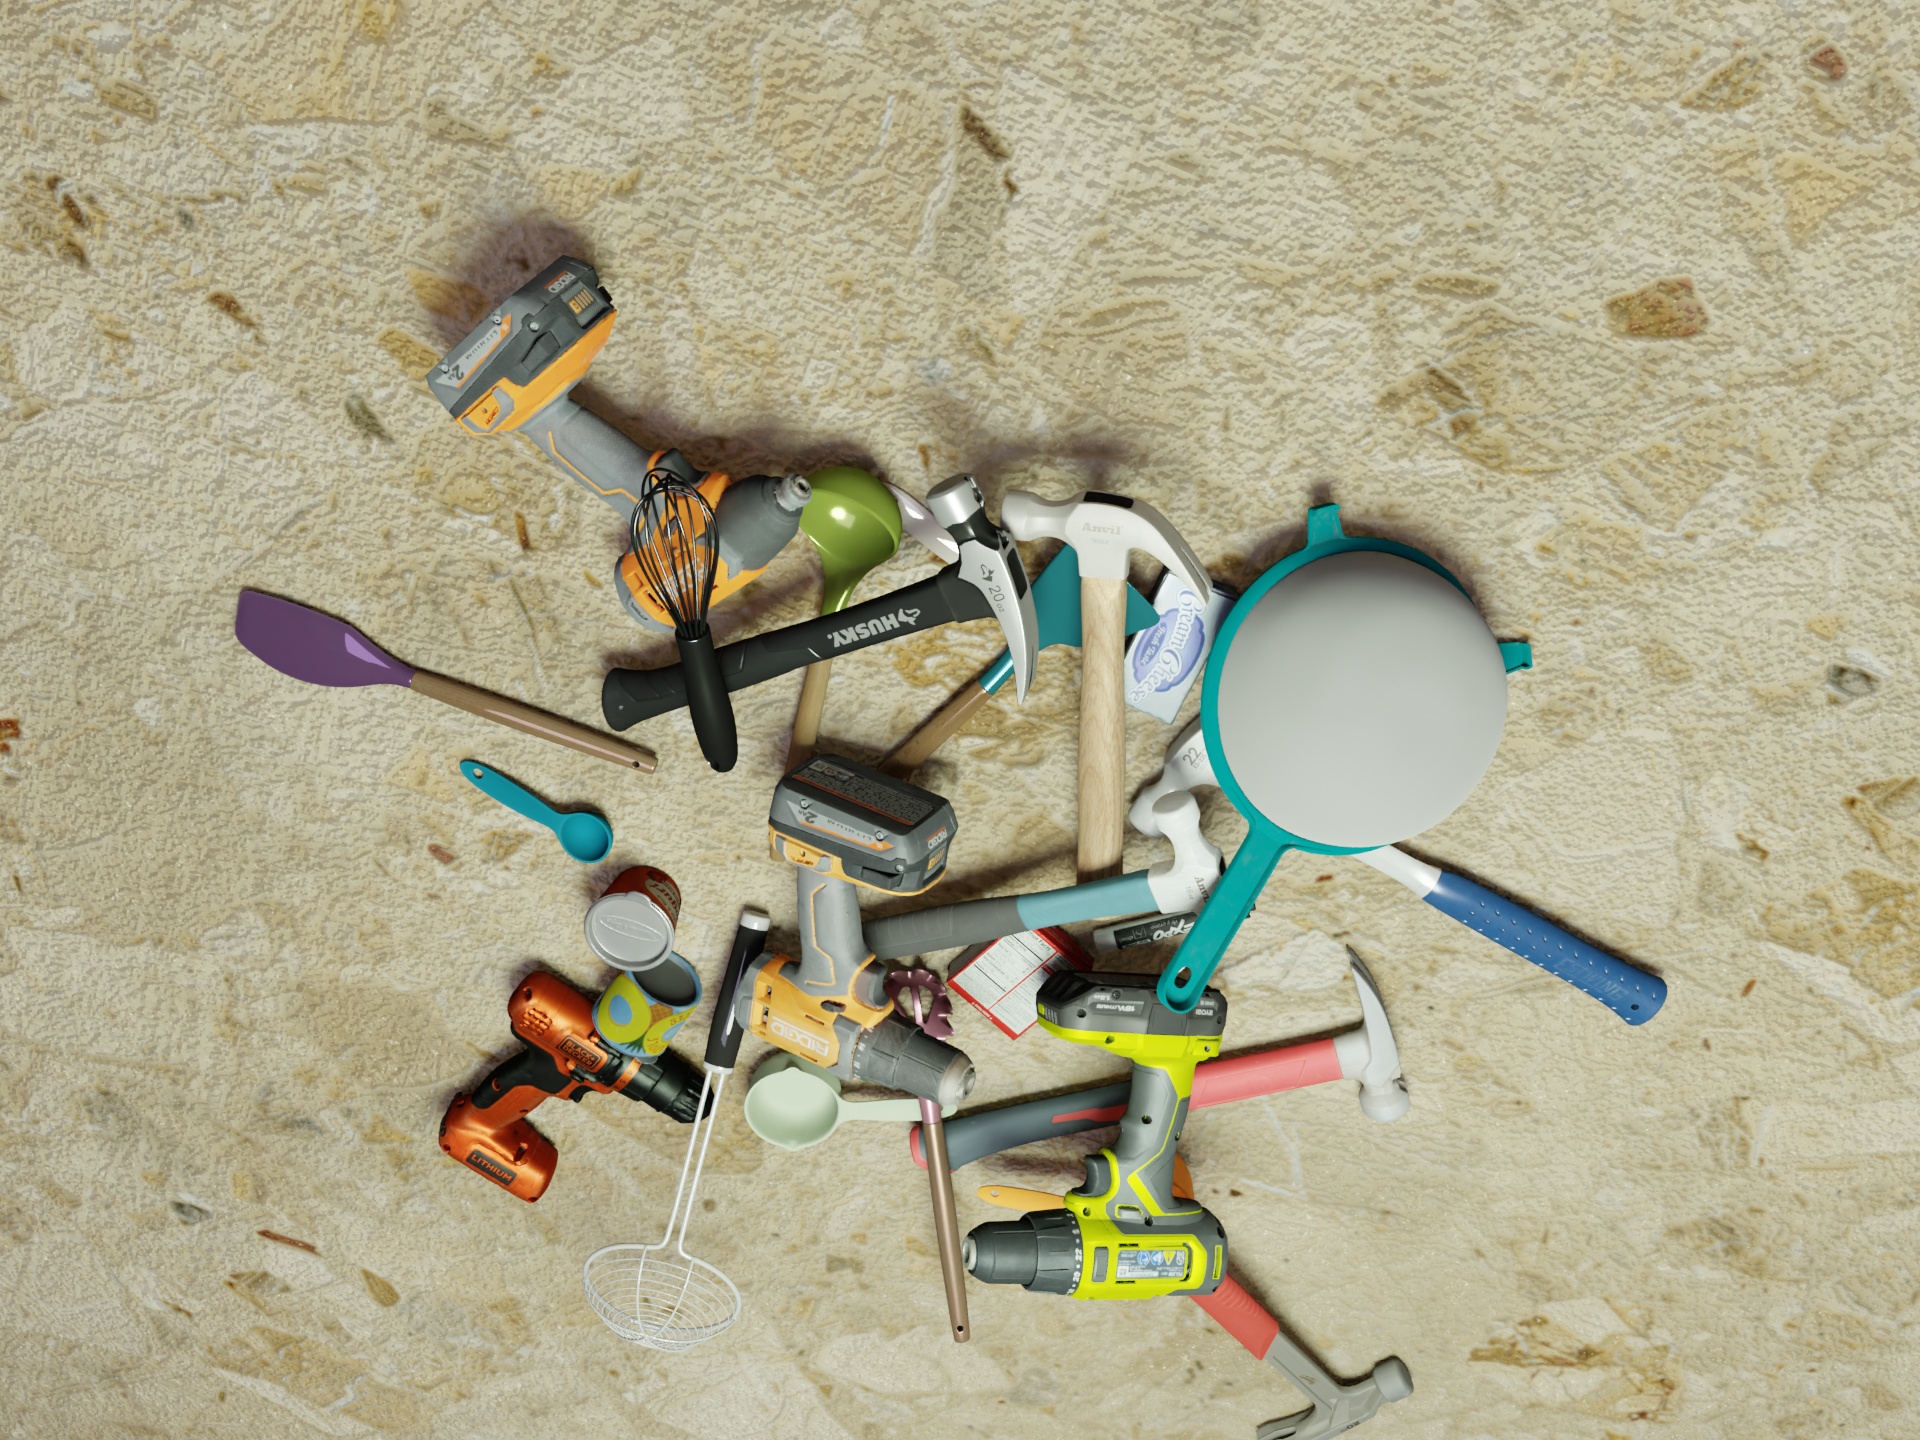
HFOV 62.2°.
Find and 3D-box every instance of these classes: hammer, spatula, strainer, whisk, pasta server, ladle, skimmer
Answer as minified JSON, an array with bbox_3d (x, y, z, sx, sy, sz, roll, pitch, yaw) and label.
[{"bbox_3d":[-0.103,-0.045,1.045,0.335,0.035,0.146,-16,114,28],"label":"hammer"},{"bbox_3d":[-0.002,-0.004,1.104,0.082,0.044,0.317,40,114,-18],"label":"spatula"},{"bbox_3d":[-0.369,-0.019,1.145,0.316,0.018,0.059,19,117,-3],"label":"spatula"},{"bbox_3d":[0.233,0.046,1.002,0.211,0.095,0.340,32,88,-17],"label":"strainer"},{"bbox_3d":[0.329,0.107,1.130,0.405,0.035,0.144,28,115,-8],"label":"hammer"},{"bbox_3d":[0.034,0.138,1.133,0.331,0.033,0.128,-14,116,27],"label":"hammer"},{"bbox_3d":[-0.166,-0.055,1.006,0.055,0.055,0.238,0,132,5],"label":"whisk"},{"bbox_3d":[0.222,0.489,1.288,0.149,0.037,0.358,-33,120,16],"label":"hammer"},{"bbox_3d":[-0.019,0.339,1.235,0.060,0.040,0.316,-7,99,4],"label":"pasta server"},{"bbox_3d":[0.097,0.002,1.058,0.130,0.031,0.331,7,125,14],"label":"hammer"},{"bbox_3d":[-0.103,-0.027,1.096,0.078,0.062,0.320,21,119,9],"label":"ladle"},{"bbox_3d":[0.140,0.280,1.231,0.386,0.038,0.143,-15,112,12],"label":"hammer"},{"bbox_3d":[-0.201,0.321,1.239,0.127,0.090,0.363,14,92,-2],"label":"skimmer"}]

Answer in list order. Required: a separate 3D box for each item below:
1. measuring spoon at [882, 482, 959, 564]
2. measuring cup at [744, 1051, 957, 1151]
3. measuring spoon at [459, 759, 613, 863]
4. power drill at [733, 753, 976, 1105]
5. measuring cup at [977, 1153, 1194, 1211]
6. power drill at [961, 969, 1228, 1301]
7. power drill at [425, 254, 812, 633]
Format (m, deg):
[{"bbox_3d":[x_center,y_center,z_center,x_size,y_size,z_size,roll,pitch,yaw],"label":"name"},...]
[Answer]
[{"bbox_3d":[-0.011,-0.115,1.064,0.124,0.018,0.034,40,113,-13],"label":"measuring spoon"},{"bbox_3d":[-0.087,0.299,1.266,0.167,0.038,0.083,1,116,-3],"label":"measuring cup"},{"bbox_3d":[-0.313,0.061,1.183,0.128,0.021,0.042,31,116,1],"label":"measuring spoon"},{"bbox_3d":[-0.062,0.157,1.115,0.185,0.084,0.226,21,117,20],"label":"power drill"},{"bbox_3d":[0.102,0.374,1.274,0.173,0.052,0.095,7,116,4],"label":"measuring cup"},{"bbox_3d":[0.102,0.299,1.136,0.190,0.080,0.228,6,89,-18],"label":"power drill"},{"bbox_3d":[-0.205,-0.173,1.002,0.164,0.084,0.226,-26,114,37],"label":"power drill"}]
